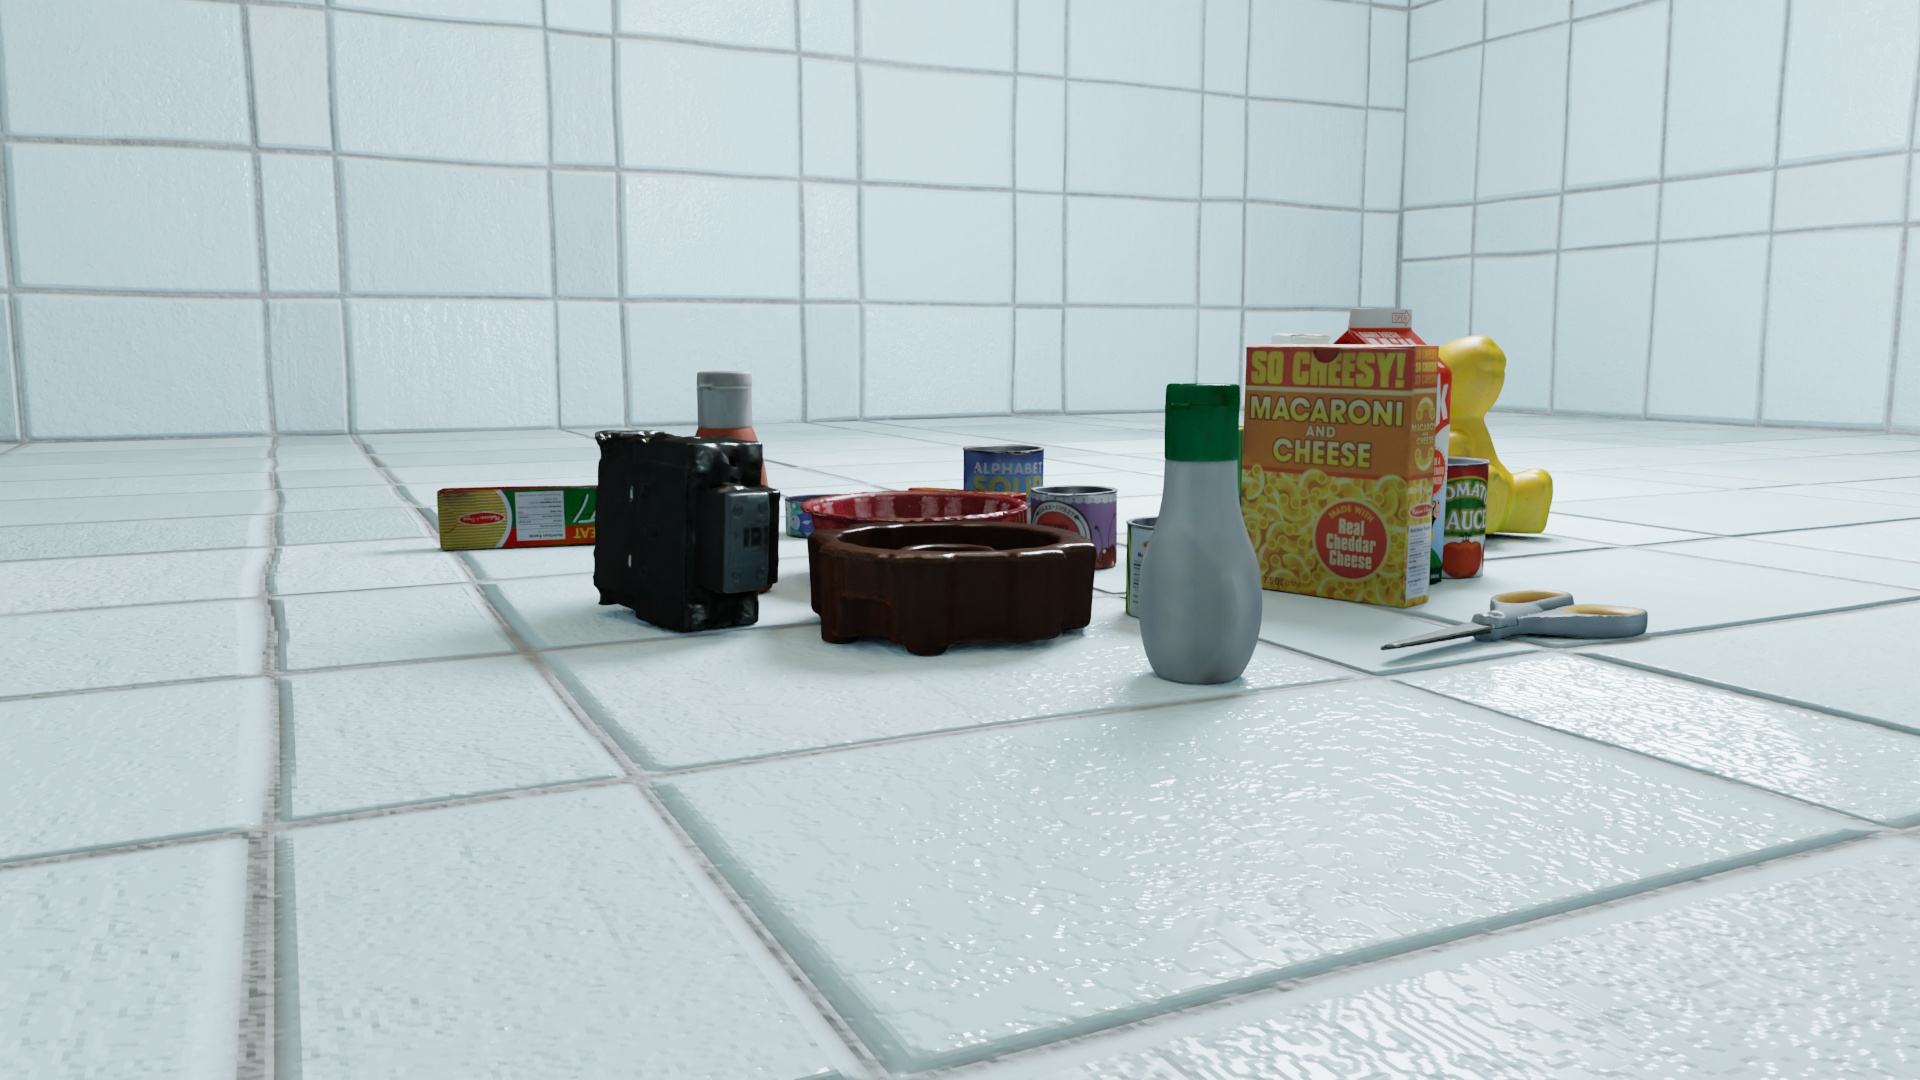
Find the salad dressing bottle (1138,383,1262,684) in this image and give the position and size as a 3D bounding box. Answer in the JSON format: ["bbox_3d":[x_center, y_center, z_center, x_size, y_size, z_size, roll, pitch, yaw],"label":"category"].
[{"bbox_3d":[0.120,-0.005,0.694,0.044,0.147,0.064,-7,11,-44],"label":"salad dressing bottle"}]

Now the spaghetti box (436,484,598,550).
[{"bbox_3d":[-0.303,-0.022,1.162,0.250,0.050,0.029,-2,8,-16],"label":"spaghetti box"}]

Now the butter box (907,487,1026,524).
[{"bbox_3d":[0.004,-0.014,1.092,0.103,0.053,0.024,6,10,36],"label":"butter box"}]

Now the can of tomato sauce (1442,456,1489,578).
[{"bbox_3d":[0.349,-0.018,1.011,0.071,0.083,0.071,0,8,0],"label":"can of tomato sauce"}]

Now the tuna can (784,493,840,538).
[{"bbox_3d":[-0.119,-0.022,1.220,0.071,0.032,0.071,0,8,0],"label":"tuna can"}]

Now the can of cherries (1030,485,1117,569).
[{"bbox_3d":[0.084,-0.010,1.047,0.071,0.058,0.071,0,8,0],"label":"can of cherries"}]

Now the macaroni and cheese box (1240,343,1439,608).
[{"bbox_3d":[0.248,-0.046,0.919,0.123,0.166,0.040,7,10,43],"label":"macaroni and cheese box"}]

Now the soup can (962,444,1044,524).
[{"bbox_3d":[0.035,-0.034,1.124,0.071,0.083,0.071,0,8,0],"label":"soup can"}]

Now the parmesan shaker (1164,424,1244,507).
[{"bbox_3d":[0.192,-0.038,1.084,0.071,0.103,0.071,0,8,0],"label":"parmesan shaker"}]

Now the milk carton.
[{"bbox_3d":[0.288,-0.065,0.964,0.072,0.190,0.073,-6,10,-38],"label":"milk carton"}]

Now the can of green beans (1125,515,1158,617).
[{"bbox_3d":[0.136,0.017,0.861,0.071,0.057,0.071,0,8,0],"label":"can of green beans"}]

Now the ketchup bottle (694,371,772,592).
[{"bbox_3d":[-0.158,-0.039,0.935,0.064,0.148,0.044,5,9,33],"label":"ketchup bottle"}]
